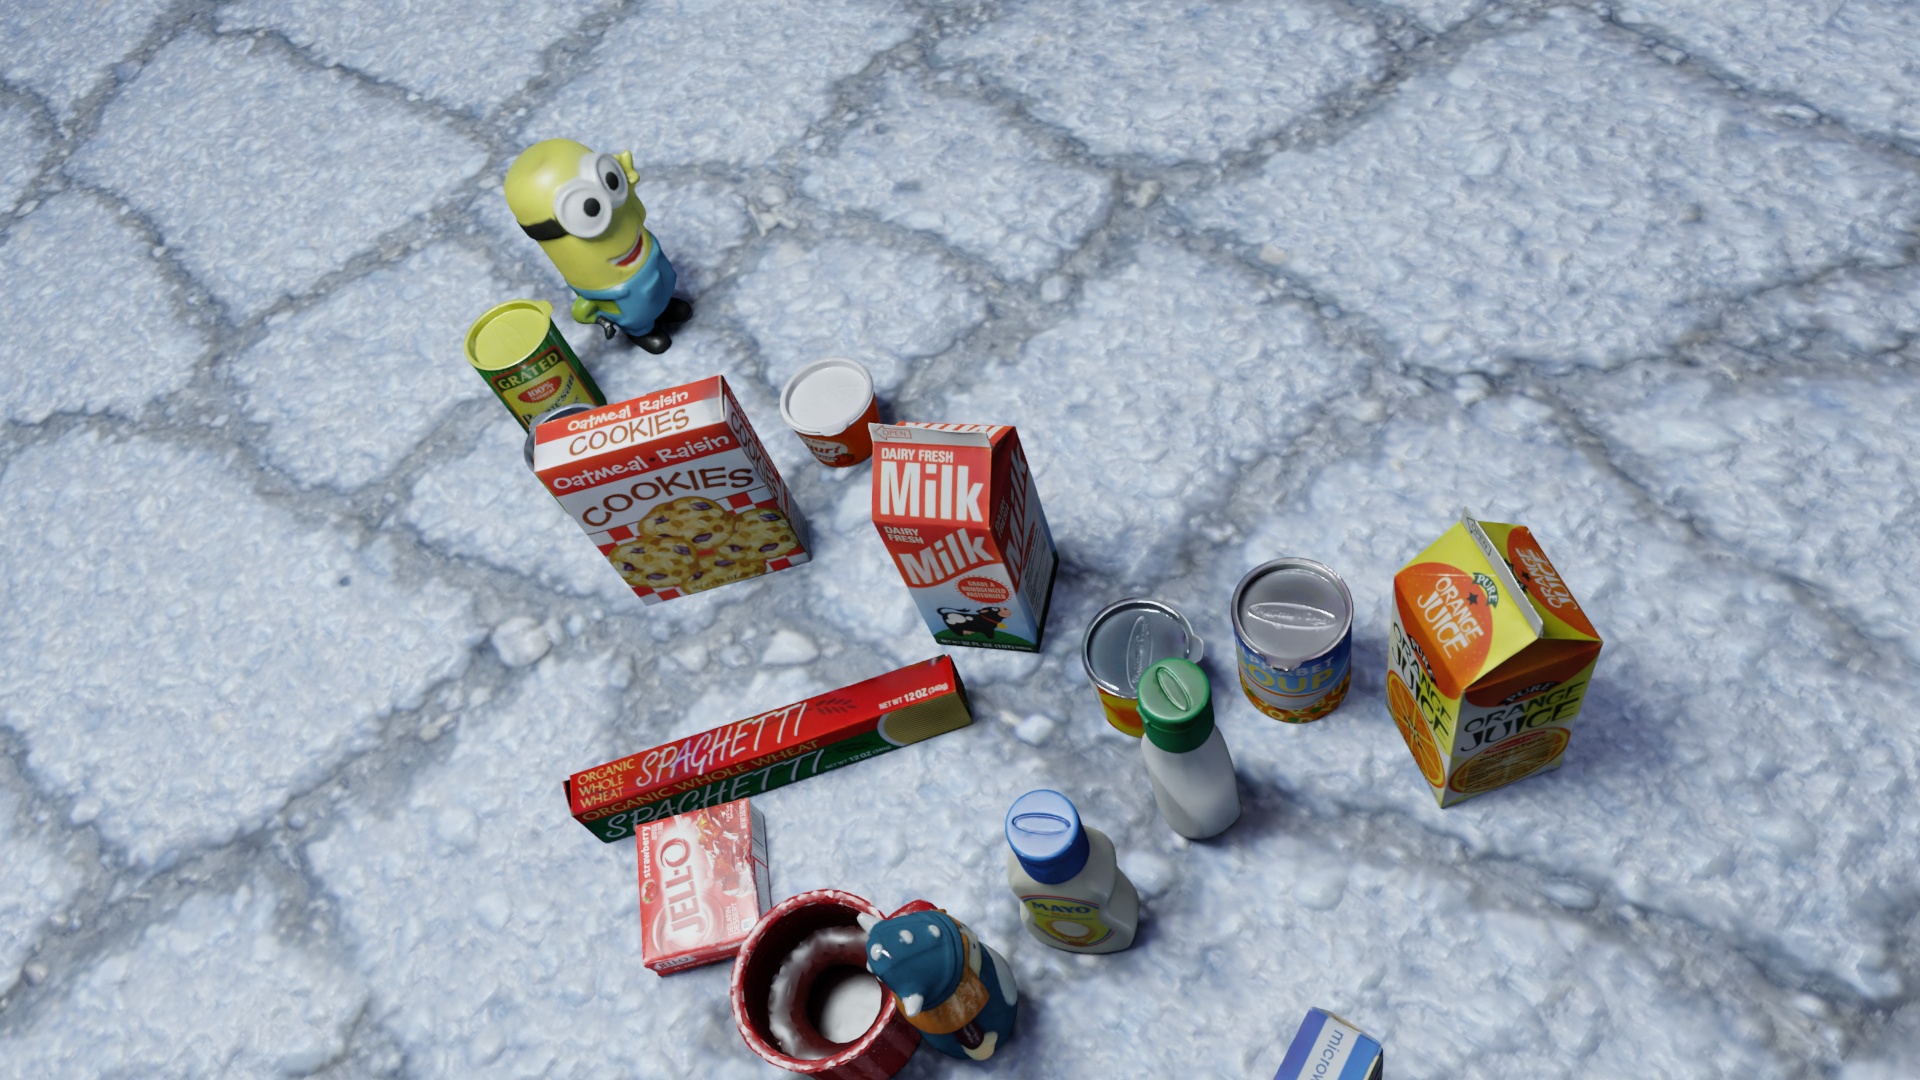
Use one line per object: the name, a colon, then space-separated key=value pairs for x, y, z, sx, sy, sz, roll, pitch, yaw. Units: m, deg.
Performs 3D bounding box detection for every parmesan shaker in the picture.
parmesan shaker: x=-0.312 y=-0.123 z=1.038 sx=0.071 sy=0.102 sz=0.071 roll=-7 pitch=56 yaw=11

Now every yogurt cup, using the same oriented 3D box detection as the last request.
yogurt cup: x=-0.088 y=-0.089 z=0.986 sx=0.072 sy=0.053 sz=0.073 roll=-7 pitch=56 yaw=11

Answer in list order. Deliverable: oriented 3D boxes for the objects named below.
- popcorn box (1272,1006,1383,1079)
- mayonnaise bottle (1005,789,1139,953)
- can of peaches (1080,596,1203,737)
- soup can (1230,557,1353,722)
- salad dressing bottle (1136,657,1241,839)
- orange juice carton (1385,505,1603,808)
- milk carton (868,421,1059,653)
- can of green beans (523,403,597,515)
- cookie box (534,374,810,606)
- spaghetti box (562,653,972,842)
popcorn box: x=0.156 y=0.293 z=0.653 sx=0.038 sy=0.085 sz=0.127 roll=24 pitch=66 yaw=27
mayonnaise bottle: x=0.054 y=0.173 z=0.720 sx=0.065 sy=0.147 sz=0.041 roll=1 pitch=58 yaw=16
can of peaches: x=0.111 y=0.076 z=0.823 sx=0.071 sy=0.057 sz=0.071 roll=-7 pitch=56 yaw=11
soup can: x=0.190 y=0.061 z=0.797 sx=0.071 sy=0.083 sz=0.072 roll=-7 pitch=56 yaw=11
salad dressing bottle: x=0.121 y=0.112 z=0.743 sx=0.044 sy=0.147 sz=0.064 roll=-28 pitch=55 yaw=-4
orange juice carton: x=0.268 y=0.060 z=0.710 sx=0.073 sy=0.191 sz=0.072 roll=-20 pitch=55 yaw=2
milk carton: x=0.003 y=-0.010 z=0.828 sx=0.072 sy=0.189 sz=0.074 roll=4 pitch=59 yaw=18
can of green beans: x=-0.274 y=-0.057 z=1.012 sx=0.071 sy=0.057 sz=0.071 roll=-7 pitch=56 yaw=11
cookie box: x=-0.182 y=-0.029 z=0.903 sx=0.123 sy=0.166 sz=0.040 roll=-15 pitch=55 yaw=5
spaghetti box: x=-0.117 y=0.129 z=0.854 sx=0.250 sy=0.050 sz=0.029 roll=-18 pitch=55 yaw=3
